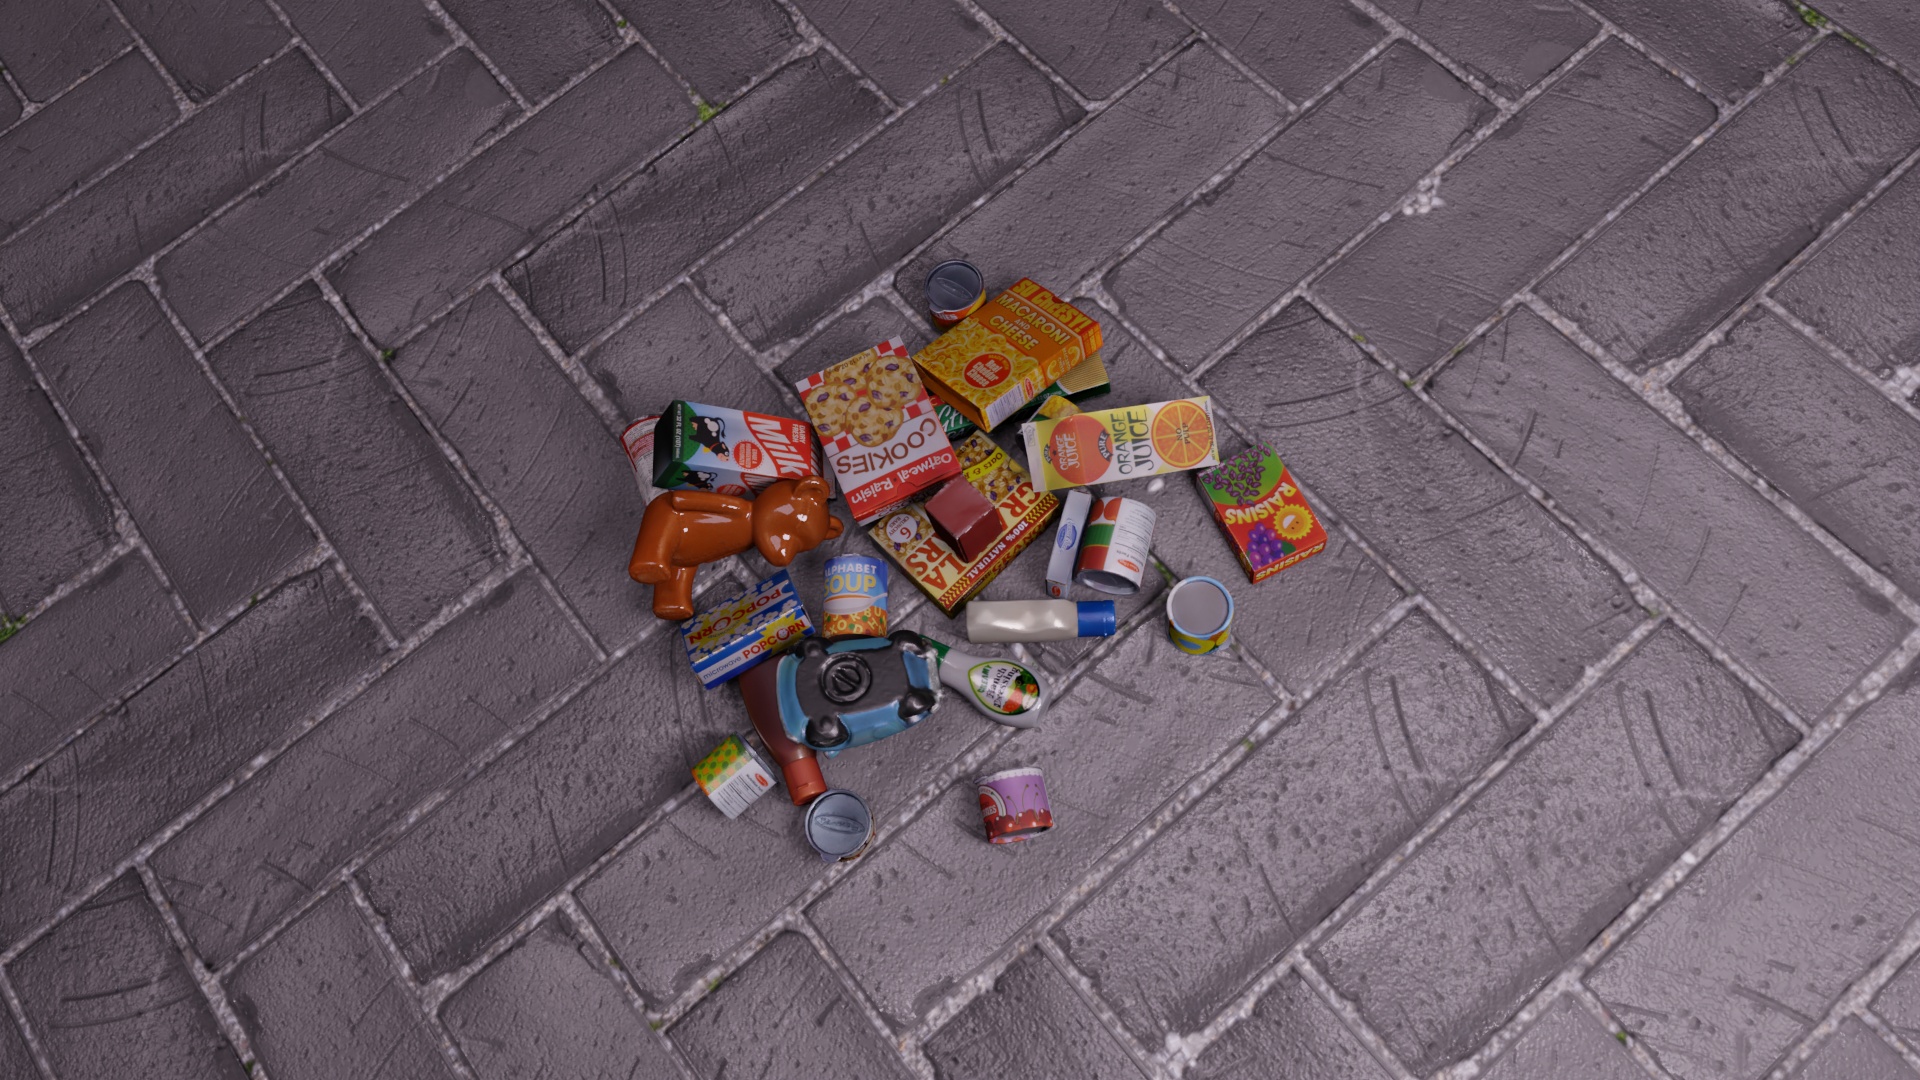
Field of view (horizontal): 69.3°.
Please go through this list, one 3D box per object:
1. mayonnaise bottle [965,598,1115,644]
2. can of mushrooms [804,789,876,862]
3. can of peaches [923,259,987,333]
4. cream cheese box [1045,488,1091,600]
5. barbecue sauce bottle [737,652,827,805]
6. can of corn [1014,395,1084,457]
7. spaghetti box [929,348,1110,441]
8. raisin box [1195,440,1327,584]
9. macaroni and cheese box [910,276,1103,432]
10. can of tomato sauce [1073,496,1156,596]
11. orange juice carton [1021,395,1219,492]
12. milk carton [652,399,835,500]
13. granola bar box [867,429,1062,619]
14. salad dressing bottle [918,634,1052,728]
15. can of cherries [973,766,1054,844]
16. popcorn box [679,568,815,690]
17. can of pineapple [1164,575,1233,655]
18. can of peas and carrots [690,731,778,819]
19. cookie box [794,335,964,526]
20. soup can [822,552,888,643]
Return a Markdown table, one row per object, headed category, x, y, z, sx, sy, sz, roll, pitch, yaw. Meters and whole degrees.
| category | x | y | z | sx | sy | sz | roll | pitch | yaw |
| --- | --- | --- | --- | --- | --- | --- | --- | --- | --- |
| mayonnaise bottle | 0.080 | 0.080 | 1.393 | 0.148 | 0.064 | 0.041 | -2 | 71 | 2 |
| can of mushrooms | -0.117 | 0.280 | 1.352 | 0.071 | 0.033 | 0.071 | -2 | 68 | 6 |
| can of peaches | -0.006 | -0.267 | 1.543 | 0.071 | 0.058 | 0.071 | -2 | 69 | 6 |
| cream cheese box | 0.110 | 0.005 | 1.422 | 0.024 | 0.053 | 0.104 | 14 | 71 | 8 |
| barbecue sauce bottle | -0.173 | 0.190 | 1.390 | 0.065 | 0.043 | 0.149 | -23 | 68 | 2 |
| can of corn | 0.102 | -0.109 | 1.461 | 0.071 | 0.071 | 0.058 | 36 | 77 | 19 |
| spaghetti box | 0.037 | -0.149 | 1.506 | 0.250 | 0.028 | 0.050 | -17 | 66 | 0 |
| raisin box | 0.306 | -0.029 | 1.418 | 0.086 | 0.040 | 0.124 | -25 | 66 | -4 |
| macaroni and cheese box | 0.051 | -0.203 | 1.491 | 0.167 | 0.040 | 0.124 | -38 | 52 | -16 |
| can of tomato sauce | 0.157 | 0.006 | 1.410 | 0.071 | 0.071 | 0.083 | 12 | 70 | 12 |
| orange juice carton | 0.157 | -0.097 | 1.405 | 0.193 | 0.073 | 0.071 | -9 | 92 | -16 |
| milk carton | -0.222 | -0.088 | 1.466 | 0.191 | 0.073 | 0.072 | 7 | 66 | -27 |
| granola bar box | 0.005 | -0.018 | 1.452 | 0.166 | 0.039 | 0.124 | -44 | 70 | -10 |
| salad dressing bottle | 0.017 | 0.138 | 1.386 | 0.148 | 0.044 | 0.064 | 22 | 74 | 15 |
| can of cherries | 0.049 | 0.253 | 1.322 | 0.071 | 0.071 | 0.058 | -13 | 69 | 2 |
| popcorn box | -0.218 | 0.090 | 1.416 | 0.127 | 0.038 | 0.085 | -29 | 31 | -4 |
| can of pineapple | 0.238 | 0.075 | 1.375 | 0.071 | 0.057 | 0.071 | -2 | 68 | 6 |
| can of peas and carrots | -0.224 | 0.231 | 1.369 | 0.059 | 0.070 | 0.071 | -40 | 69 | -8 |
| cookie box | -0.085 | -0.115 | 1.452 | 0.123 | 0.040 | 0.168 | -25 | 72 | 1 |
| soup can | -0.108 | 0.063 | 1.417 | 0.071 | 0.071 | 0.084 | -3 | 68 | 6 |
